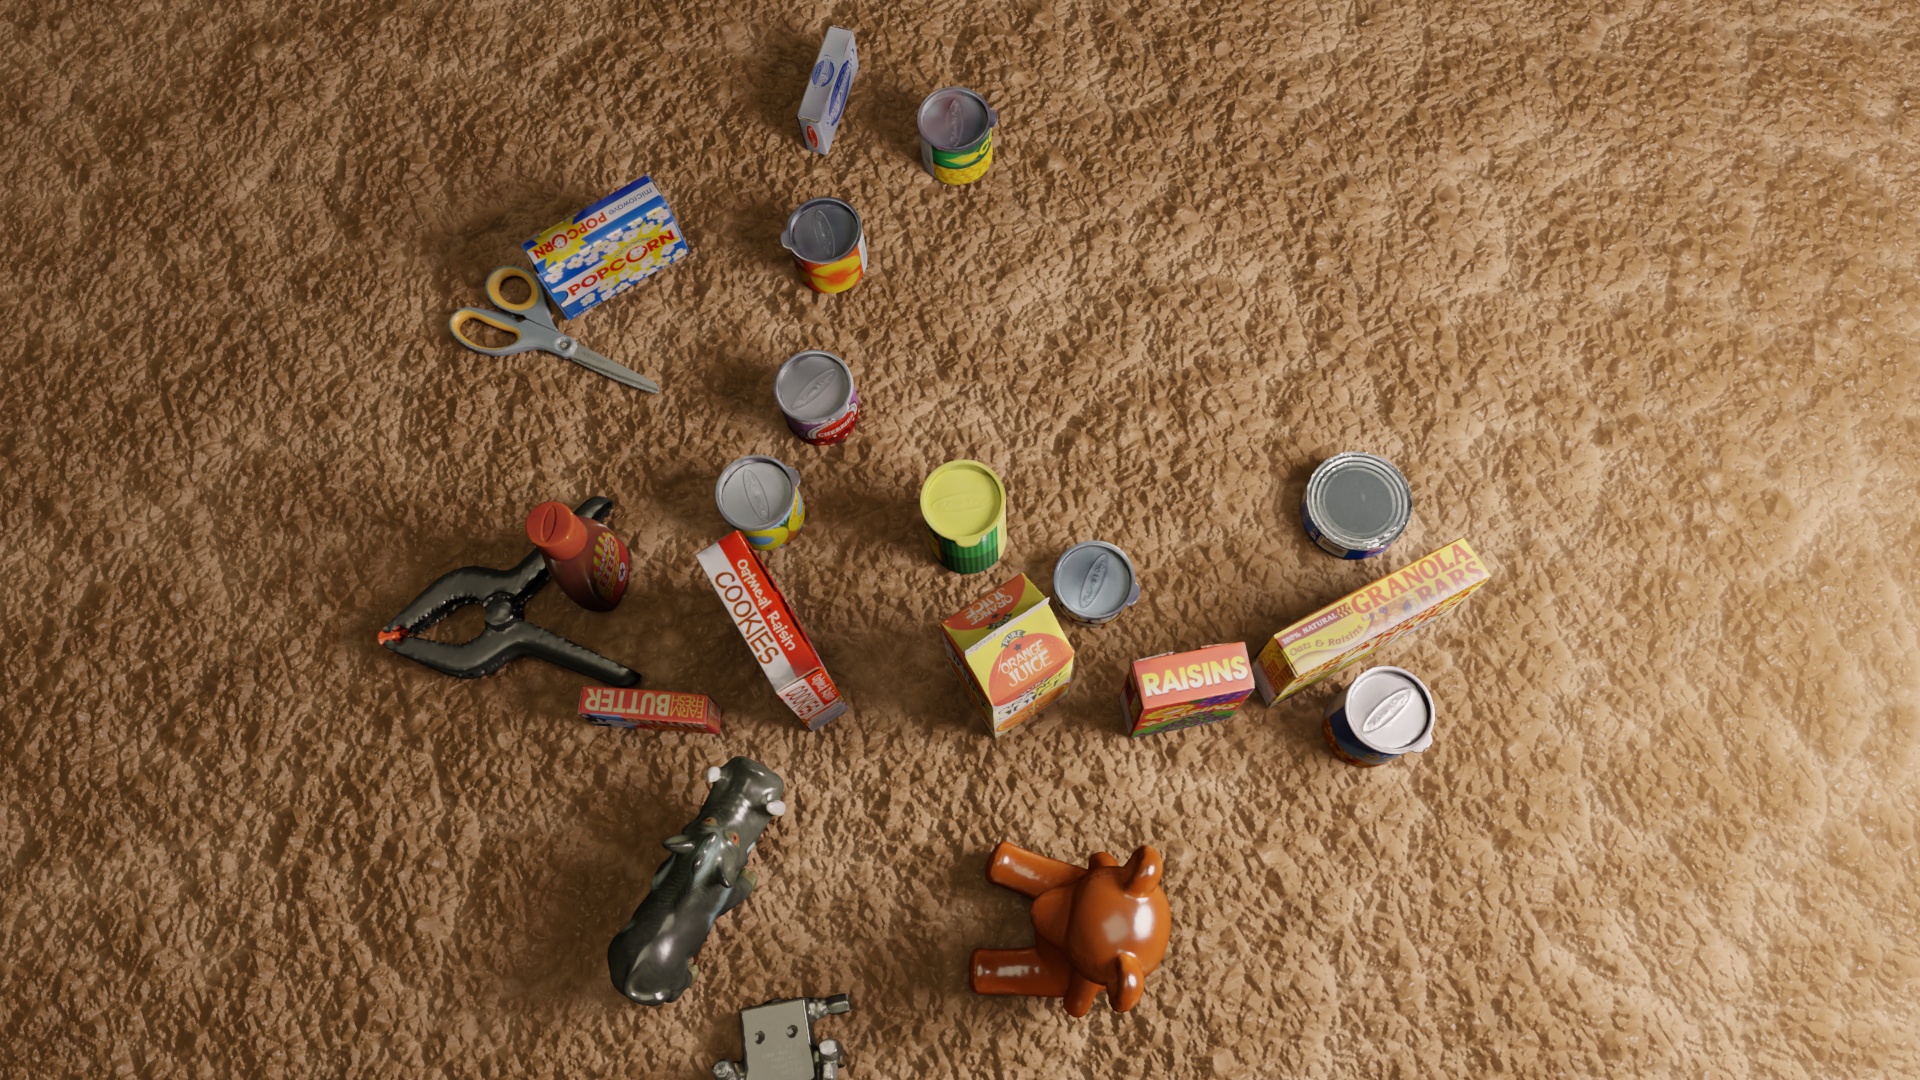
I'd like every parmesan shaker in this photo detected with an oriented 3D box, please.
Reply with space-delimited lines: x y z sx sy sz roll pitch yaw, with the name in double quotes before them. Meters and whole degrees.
"parmesan shaker" 0.004 -0.014 1.116 0.071 0.102 0.071 -1 73 2

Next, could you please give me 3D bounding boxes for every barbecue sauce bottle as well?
"barbecue sauce bottle" -0.302 0.009 1.097 0.044 0.148 0.065 6 73 4

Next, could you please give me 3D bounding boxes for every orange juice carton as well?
"orange juice carton" 0.035 0.085 1.036 0.072 0.192 0.073 -31 74 -7

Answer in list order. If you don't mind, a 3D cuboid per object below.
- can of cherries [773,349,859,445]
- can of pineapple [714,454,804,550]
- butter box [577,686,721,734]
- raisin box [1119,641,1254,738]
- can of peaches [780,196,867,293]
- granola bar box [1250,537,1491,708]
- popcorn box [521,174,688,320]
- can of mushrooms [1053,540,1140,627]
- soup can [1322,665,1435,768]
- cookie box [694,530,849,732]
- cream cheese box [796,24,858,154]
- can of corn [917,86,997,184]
"can of cherries" -0.120 -0.118 1.178 0.071 0.058 0.071 -1 72 2
"can of pineapple" -0.163 -0.031 1.152 0.071 0.057 0.071 -1 72 2
"butter box" -0.245 0.135 1.104 0.103 0.053 0.024 4 73 3
"raisin box" 0.170 0.114 1.058 0.086 0.123 0.040 -10 73 -1
"can of peaches" -0.119 -0.259 1.223 0.071 0.058 0.071 -1 72 2
"granola bar box" 0.309 0.065 1.068 0.166 0.124 0.039 -26 74 -6
"popcorn box" -0.308 -0.255 1.215 0.127 0.085 0.038 -32 74 -8
"can of mushrooms" 0.111 0.037 1.132 0.071 0.033 0.071 -1 72 2
"soup can" 0.320 0.139 1.065 0.071 0.083 0.071 -1 73 2
"cookie box" -0.140 0.073 1.060 0.040 0.167 0.123 -32 74 -7
"cream cheese box" -0.121 -0.413 1.275 0.024 0.053 0.104 14 73 7
"can of corn" -0.002 -0.364 1.253 0.071 0.058 0.071 -1 72 2
